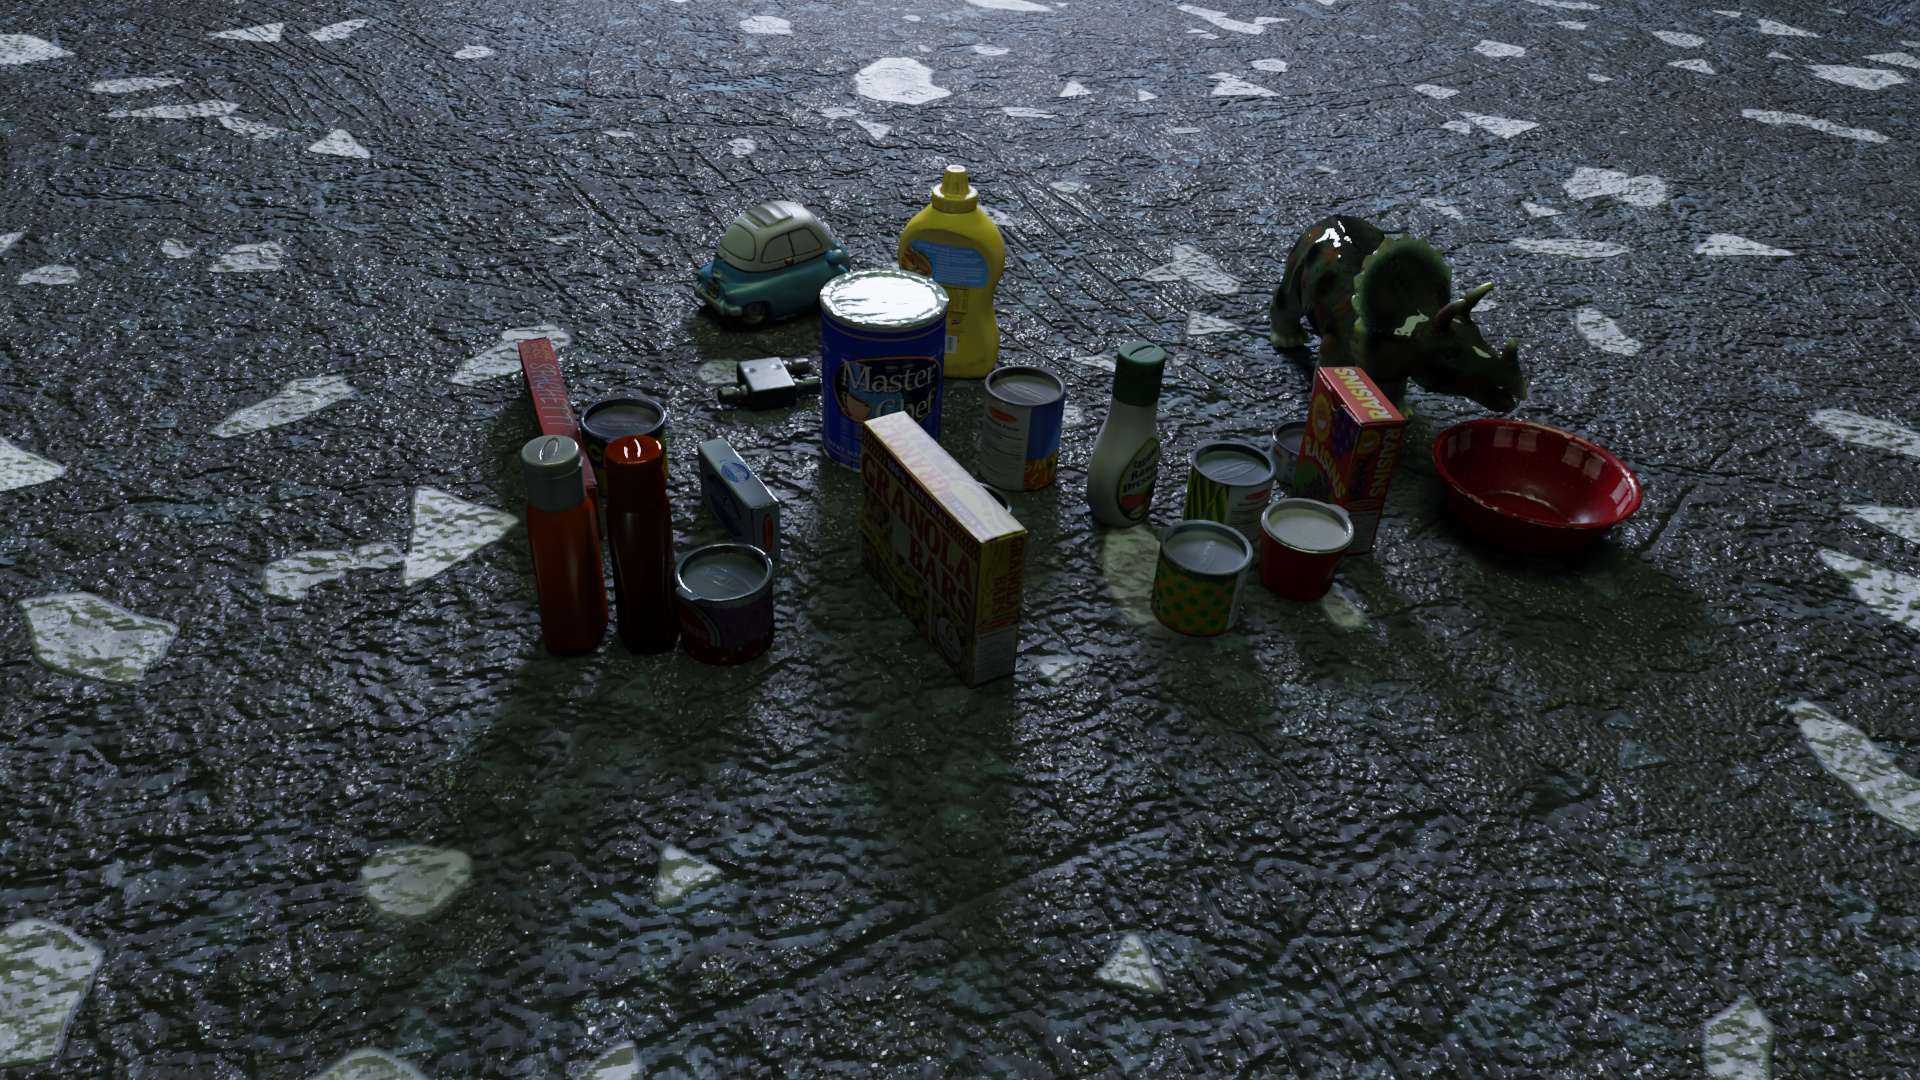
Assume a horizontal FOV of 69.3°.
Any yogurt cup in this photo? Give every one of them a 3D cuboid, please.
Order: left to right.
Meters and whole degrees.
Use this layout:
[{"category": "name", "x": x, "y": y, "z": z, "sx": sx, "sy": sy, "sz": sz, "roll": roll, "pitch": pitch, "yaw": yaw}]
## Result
[{"category": "yogurt cup", "x": 0.256, "y": 0.008, "z": 1.044, "sx": 0.072, "sy": 0.053, "sz": 0.073, "roll": 3, "pitch": 36, "yaw": -2}]

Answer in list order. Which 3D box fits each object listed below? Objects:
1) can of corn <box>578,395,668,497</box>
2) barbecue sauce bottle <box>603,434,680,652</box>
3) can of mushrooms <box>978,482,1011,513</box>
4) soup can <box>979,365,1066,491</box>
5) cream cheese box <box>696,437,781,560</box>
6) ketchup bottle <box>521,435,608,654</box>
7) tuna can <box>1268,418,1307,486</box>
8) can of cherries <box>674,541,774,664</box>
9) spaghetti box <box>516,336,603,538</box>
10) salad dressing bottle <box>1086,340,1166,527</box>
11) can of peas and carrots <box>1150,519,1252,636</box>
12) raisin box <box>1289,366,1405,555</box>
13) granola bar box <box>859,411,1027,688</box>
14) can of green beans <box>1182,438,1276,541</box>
[{"category": "can of corn", "x": -0.267, "y": -0.073, "z": 1.105, "sx": 0.071, "sy": 0.058, "sz": 0.071, "roll": 3, "pitch": 36, "yaw": -2}, {"category": "barbecue sauce bottle", "x": -0.214, "y": 0.001, "z": 0.931, "sx": 0.044, "sy": 0.147, "sz": 0.065, "roll": -4, "pitch": 36, "yaw": -11}, {"category": "can of mushrooms", "x": 0.004, "y": -0.013, "z": 1.069, "sx": 0.071, "sy": 0.033, "sz": 0.071, "roll": 3, "pitch": 36, "yaw": -2}, {"category": "soup can", "x": 0.052, "y": -0.093, "z": 1.141, "sx": 0.071, "sy": 0.083, "sz": 0.072, "roll": 3, "pitch": 36, "yaw": -2}, {"category": "cream cheese box", "x": -0.170, "y": -0.031, "z": 1.060, "sx": 0.024, "sy": 0.053, "sz": 0.104, "roll": -17, "pitch": 41, "yaw": -27}, {"category": "ketchup bottle", "x": -0.264, "y": 0.002, "z": 0.925, "sx": 0.043, "sy": 0.148, "sz": 0.065, "roll": 1, "pitch": 36, "yaw": -4}, {"category": "tuna can", "x": 0.298, "y": -0.073, "z": 1.179, "sx": 0.071, "sy": 0.032, "sz": 0.071, "roll": 3, "pitch": 36, "yaw": -2}, {"category": "can of cherries", "x": -0.163, "y": 0.044, "z": 0.952, "sx": 0.071, "sy": 0.058, "sz": 0.072, "roll": 3, "pitch": 36, "yaw": -2}, {"category": "spaghetti box", "x": -0.327, "y": -0.088, "z": 1.127, "sx": 0.029, "sy": 0.049, "sz": 0.251, "roll": -11, "pitch": 38, "yaw": -19}, {"category": "salad dressing bottle", "x": 0.131, "y": -0.082, "z": 1.078, "sx": 0.064, "sy": 0.146, "sz": 0.044, "roll": -28, "pitch": 46, "yaw": -36}, {"category": "can of peas and carrots", "x": 0.171, "y": 0.027, "z": 1.007, "sx": 0.071, "sy": 0.058, "sz": 0.071, "roll": 3, "pitch": 36, "yaw": -2}, {"category": "raisin box", "x": 0.300, "y": -0.062, "z": 1.087, "sx": 0.040, "sy": 0.122, "sz": 0.086, "roll": -3, "pitch": 36, "yaw": -10}, {"category": "granola bar box", "x": -0.017, "y": 0.004, "z": 0.965, "sx": 0.039, "sy": 0.123, "sz": 0.166, "roll": -17, "pitch": 40, "yaw": -26}, {"category": "can of green beans", "x": 0.212, "y": -0.038, "z": 1.101, "sx": 0.071, "sy": 0.057, "sz": 0.071, "roll": 3, "pitch": 36, "yaw": -2}]
